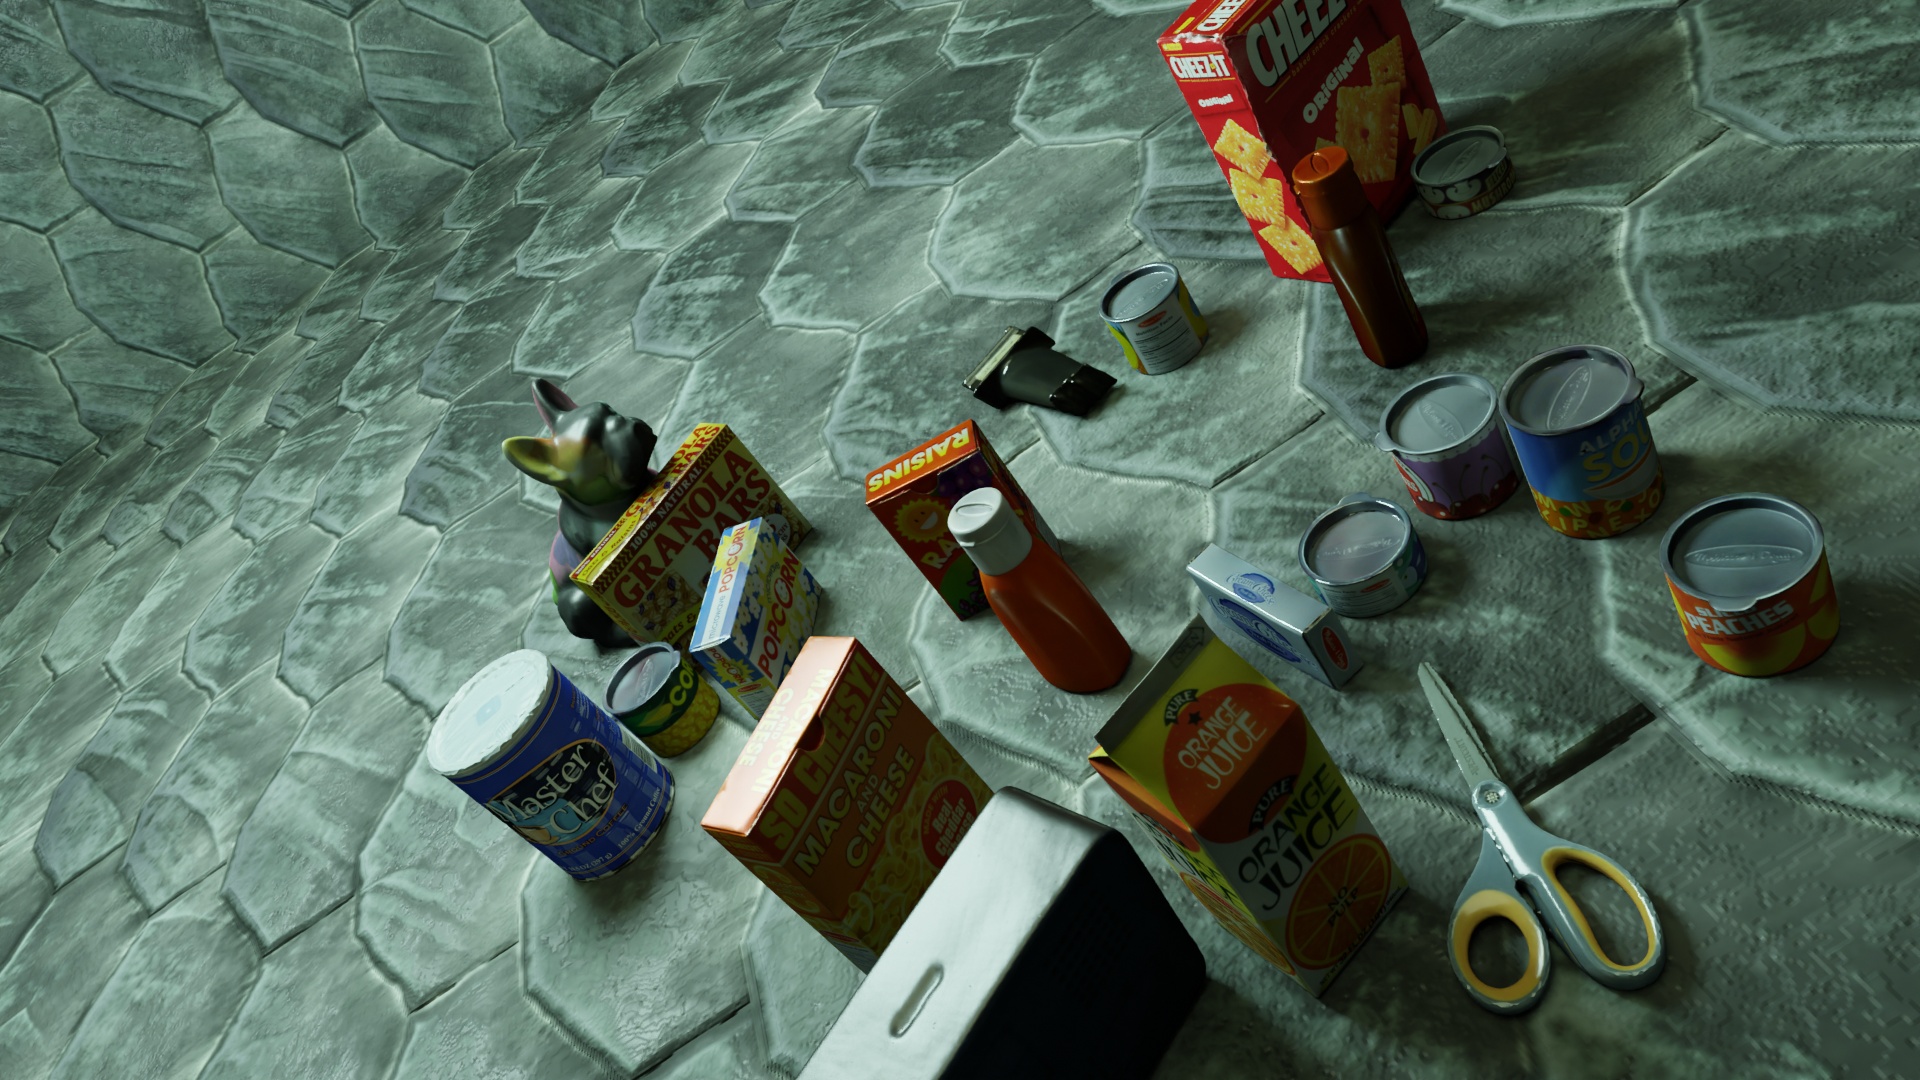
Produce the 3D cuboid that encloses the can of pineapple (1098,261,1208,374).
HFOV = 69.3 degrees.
[{"bbox_3d":[0.147,-0.169,1.053,0.071,0.057,0.071,-23,37,19],"label":"can of pineapple"}]

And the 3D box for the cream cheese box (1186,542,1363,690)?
[{"bbox_3d":[0.177,0.042,0.789,0.024,0.053,0.104,-43,35,-9],"label":"cream cheese box"}]

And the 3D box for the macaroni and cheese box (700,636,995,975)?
[{"bbox_3d":[-0.051,0.150,0.761,0.040,0.166,0.124,-2,48,40],"label":"macaroni and cheese box"}]

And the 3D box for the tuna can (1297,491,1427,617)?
[{"bbox_3d":[0.231,0.008,0.799,0.071,0.032,0.071,-23,37,19],"label":"tuna can"}]

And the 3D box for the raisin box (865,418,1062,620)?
[{"bbox_3d":[0.003,-0.012,0.938,0.086,0.123,0.040,-27,36,15],"label":"raisin box"}]

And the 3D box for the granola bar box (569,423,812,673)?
[{"bbox_3d":[-0.209,0.008,1.097,0.039,0.124,0.166,9,55,46],"label":"granola bar box"}]

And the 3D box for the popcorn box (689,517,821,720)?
[{"bbox_3d":[-0.149,0.057,1.023,0.038,0.085,0.127,-20,38,23],"label":"popcorn box"}]

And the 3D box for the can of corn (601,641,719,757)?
[{"bbox_3d":[-0.221,0.118,1.038,0.071,0.058,0.071,-23,37,19],"label":"can of corn"}]

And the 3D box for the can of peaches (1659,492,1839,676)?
[{"bbox_3d":[0.366,0.023,0.645,0.071,0.058,0.071,-23,37,19],"label":"can of peaches"}]

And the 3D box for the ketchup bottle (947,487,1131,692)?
[{"bbox_3d":[0.044,0.031,0.832,0.064,0.148,0.044,1,50,42],"label":"ketchup bottle"}]

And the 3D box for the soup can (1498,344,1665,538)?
[{"bbox_3d":[0.333,-0.051,0.736,0.071,0.083,0.072,-23,37,19],"label":"soup can"}]

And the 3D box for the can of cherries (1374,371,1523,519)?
[{"bbox_3d":[0.282,-0.053,0.804,0.071,0.058,0.072,-23,37,19],"label":"can of cherries"}]

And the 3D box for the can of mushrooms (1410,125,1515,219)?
[{"bbox_3d":[0.363,-0.264,0.998,0.071,0.033,0.071,-23,37,19],"label":"can of mushrooms"}]

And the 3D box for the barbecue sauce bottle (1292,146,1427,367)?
[{"bbox_3d":[0.257,-0.183,0.897,0.043,0.148,0.065,-25,37,17],"label":"barbecue sauce bottle"}]

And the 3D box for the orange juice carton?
[{"bbox_3d":[0.124,0.117,0.626,0.072,0.192,0.073,-46,36,-12],"label":"orange juice carton"}]
